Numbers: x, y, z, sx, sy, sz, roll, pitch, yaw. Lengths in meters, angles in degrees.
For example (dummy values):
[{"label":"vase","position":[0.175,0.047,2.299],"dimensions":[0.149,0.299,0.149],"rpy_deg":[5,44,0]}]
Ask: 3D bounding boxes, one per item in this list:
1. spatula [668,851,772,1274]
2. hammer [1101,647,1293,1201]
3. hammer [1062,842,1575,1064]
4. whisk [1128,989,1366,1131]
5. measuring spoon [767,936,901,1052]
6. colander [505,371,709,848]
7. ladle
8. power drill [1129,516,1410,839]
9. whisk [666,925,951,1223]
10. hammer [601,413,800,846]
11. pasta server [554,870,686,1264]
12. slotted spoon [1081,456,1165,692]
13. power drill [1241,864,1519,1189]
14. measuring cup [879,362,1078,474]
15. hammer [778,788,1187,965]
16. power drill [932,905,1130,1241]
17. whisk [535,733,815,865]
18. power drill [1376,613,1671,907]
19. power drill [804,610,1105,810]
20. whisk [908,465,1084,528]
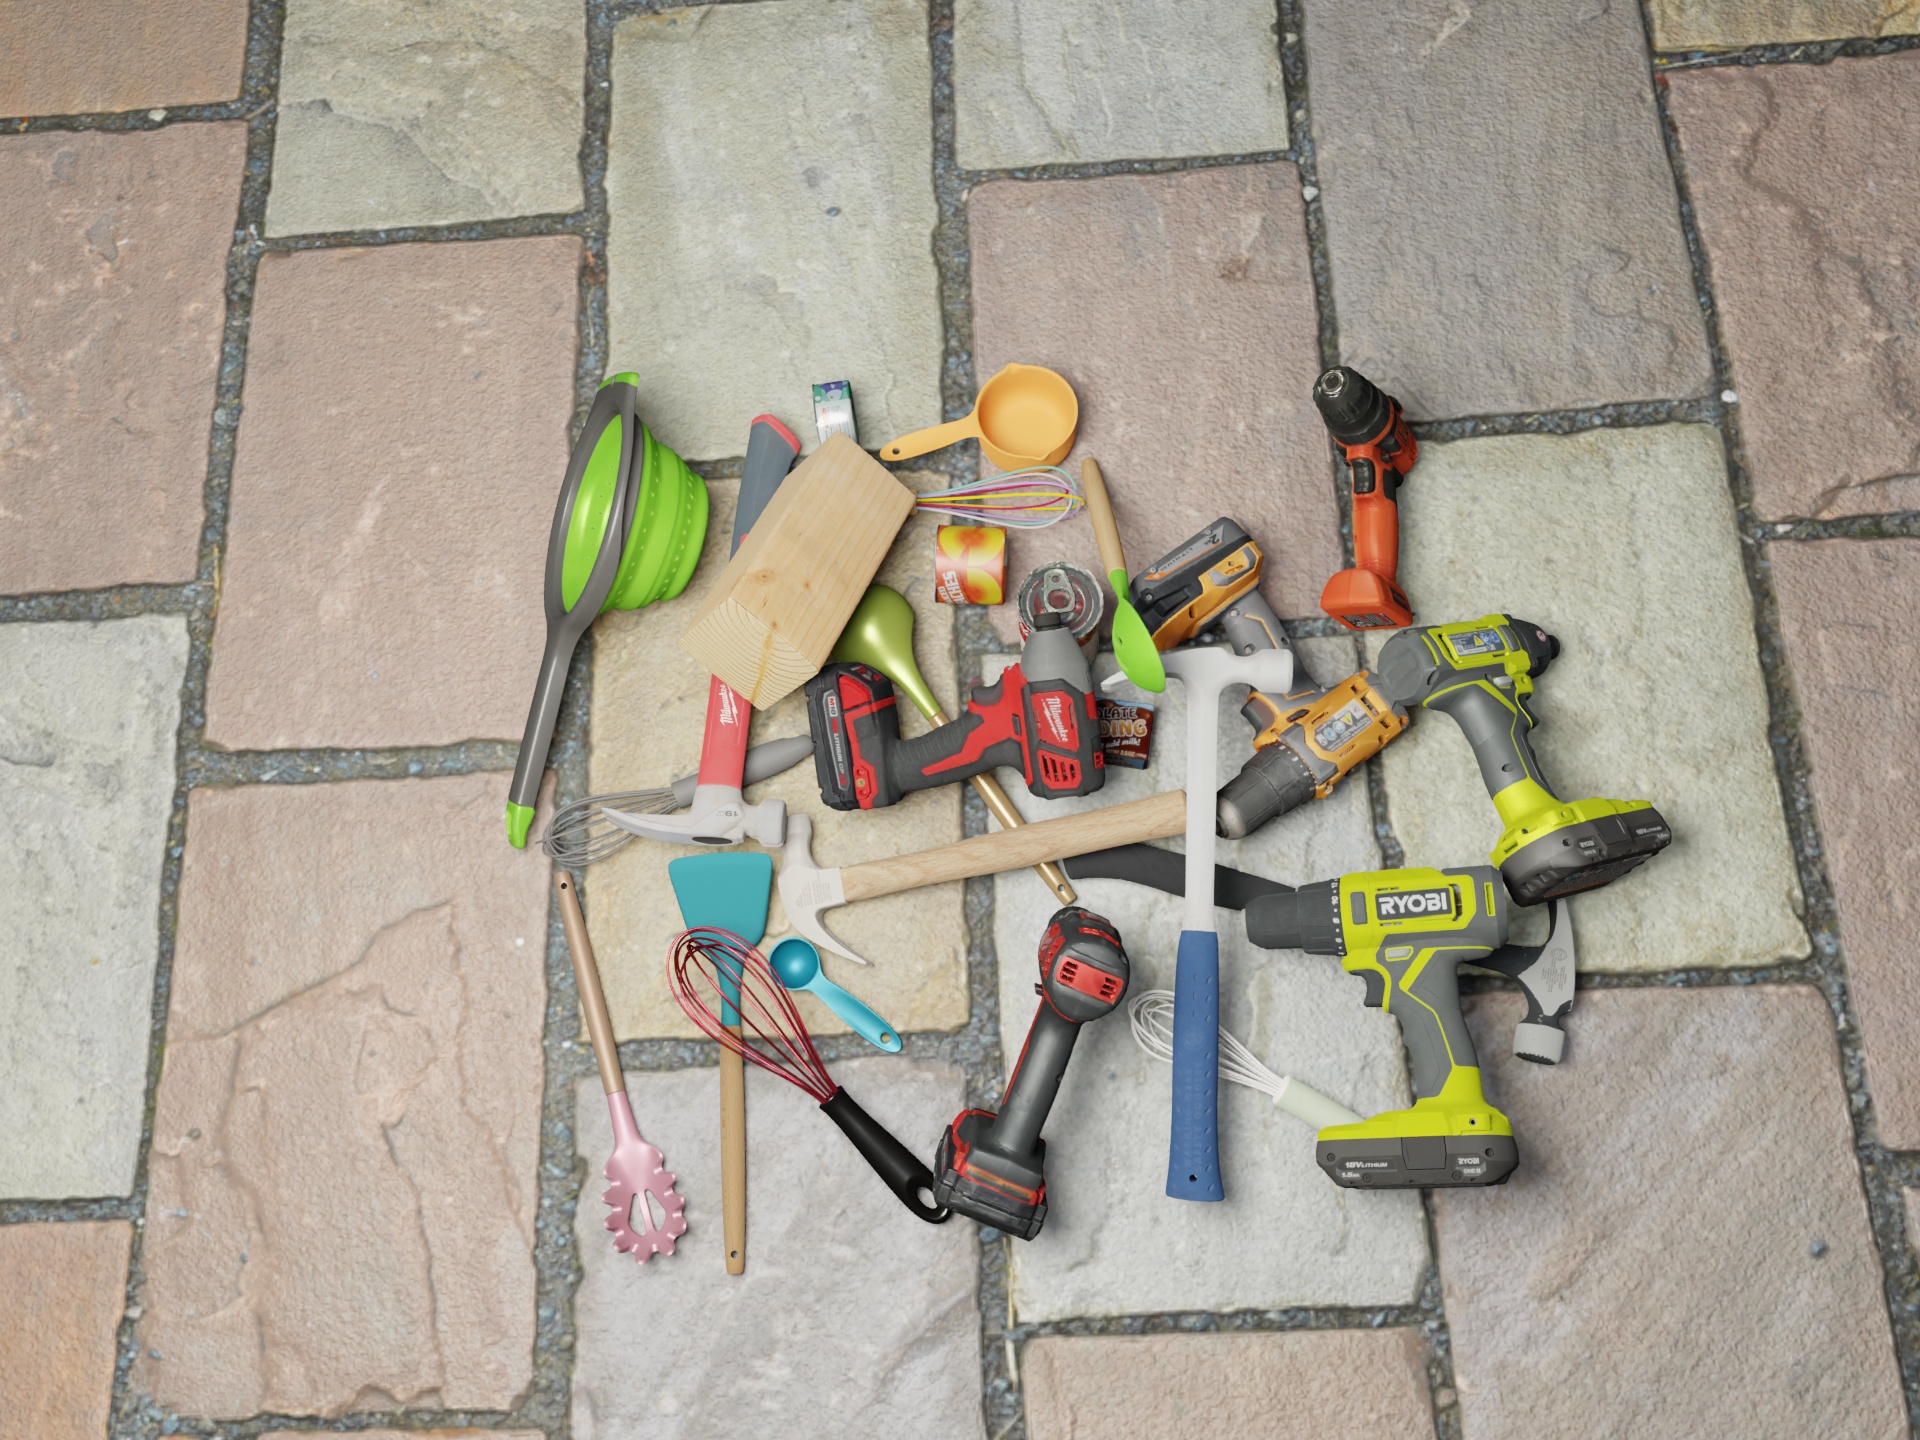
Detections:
[{"label":"spatula","position":[-0.181,0.263,1.234],"dimensions":[0.082,0.044,0.318],"rpy_deg":[-3,74,-4]},{"label":"hammer","position":[0.172,0.145,1.183],"dimensions":[0.144,0.035,0.406],"rpy_deg":[1,81,10]},{"label":"hammer","position":[0.275,0.143,1.247],"dimensions":[0.409,0.036,0.149],"rpy_deg":[14,73,8]},{"label":"whisk","position":[0.236,0.276,1.206],"dimensions":[0.246,0.059,0.057],"rpy_deg":[29,115,8]},{"label":"measuring spoon","position":[-0.097,0.219,1.259],"dimensions":[0.128,0.021,0.042],"rpy_deg":[38,90,4]},{"label":"colander","position":[-0.289,-0.083,1.318],"dimensions":[0.094,0.205,0.397],"rpy_deg":[14,90,-28]},{"label":"ladle","position":[-0.005,0.019,1.304],"dimensions":[0.078,0.062,0.320],"rpy_deg":[-36,81,-4]},{"label":"power drill","position":[0.221,-0.029,1.270],"dimensions":[0.185,0.084,0.226],"rpy_deg":[-35,78,-16]},{"label":"whisk","position":[-0.111,0.269,1.201],"dimensions":[0.073,0.073,0.296],"rpy_deg":[-43,91,-9]},{"label":"hammer","position":[-0.197,-0.084,1.318],"dimensions":[0.143,0.038,0.387],"rpy_deg":[4,67,1]},{"label":"pasta server","position":[-0.276,0.264,1.243],"dimensions":[0.060,0.040,0.316],"rpy_deg":[-14,71,-14]},{"label":"slotted spoon","position":[0.121,-0.126,1.257],"dimensions":[0.031,0.070,0.314],"rpy_deg":[-13,38,5]},{"label":"power drill","position":[0.306,0.220,1.156],"dimensions":[0.190,0.080,0.229],"rpy_deg":[-7,70,18]},{"label":"measuring cup","position":[0.017,-0.243,1.371],"dimensions":[0.173,0.052,0.095],"rpy_deg":[-16,73,0]},{"label":"hammer","position":[0.018,0.108,1.251],"dimensions":[0.331,0.031,0.130],"rpy_deg":[-13,78,8]},{"label":"power drill","position":[0.058,0.244,1.176],"dimensions":[0.080,0.188,0.226],"rpy_deg":[22,93,-1]},{"label":"whisk","position":[-0.231,0.060,1.298],"dimensions":[0.239,0.055,0.055],"rpy_deg":[-22,73,-7]},{"label":"power drill","position":[0.440,0.020,1.229],"dimensions":[0.171,0.080,0.223],"rpy_deg":[-8,63,-29]},{"label":"power drill","position":[-0.002,-0.004,1.235],"dimensions":[0.219,0.078,0.143],"rpy_deg":[-6,96,15]},{"label":"whisk","position":[-0.017,-0.189,1.356],"dimensions":[0.245,0.047,0.051],"rpy_deg":[1,112,9]}]
